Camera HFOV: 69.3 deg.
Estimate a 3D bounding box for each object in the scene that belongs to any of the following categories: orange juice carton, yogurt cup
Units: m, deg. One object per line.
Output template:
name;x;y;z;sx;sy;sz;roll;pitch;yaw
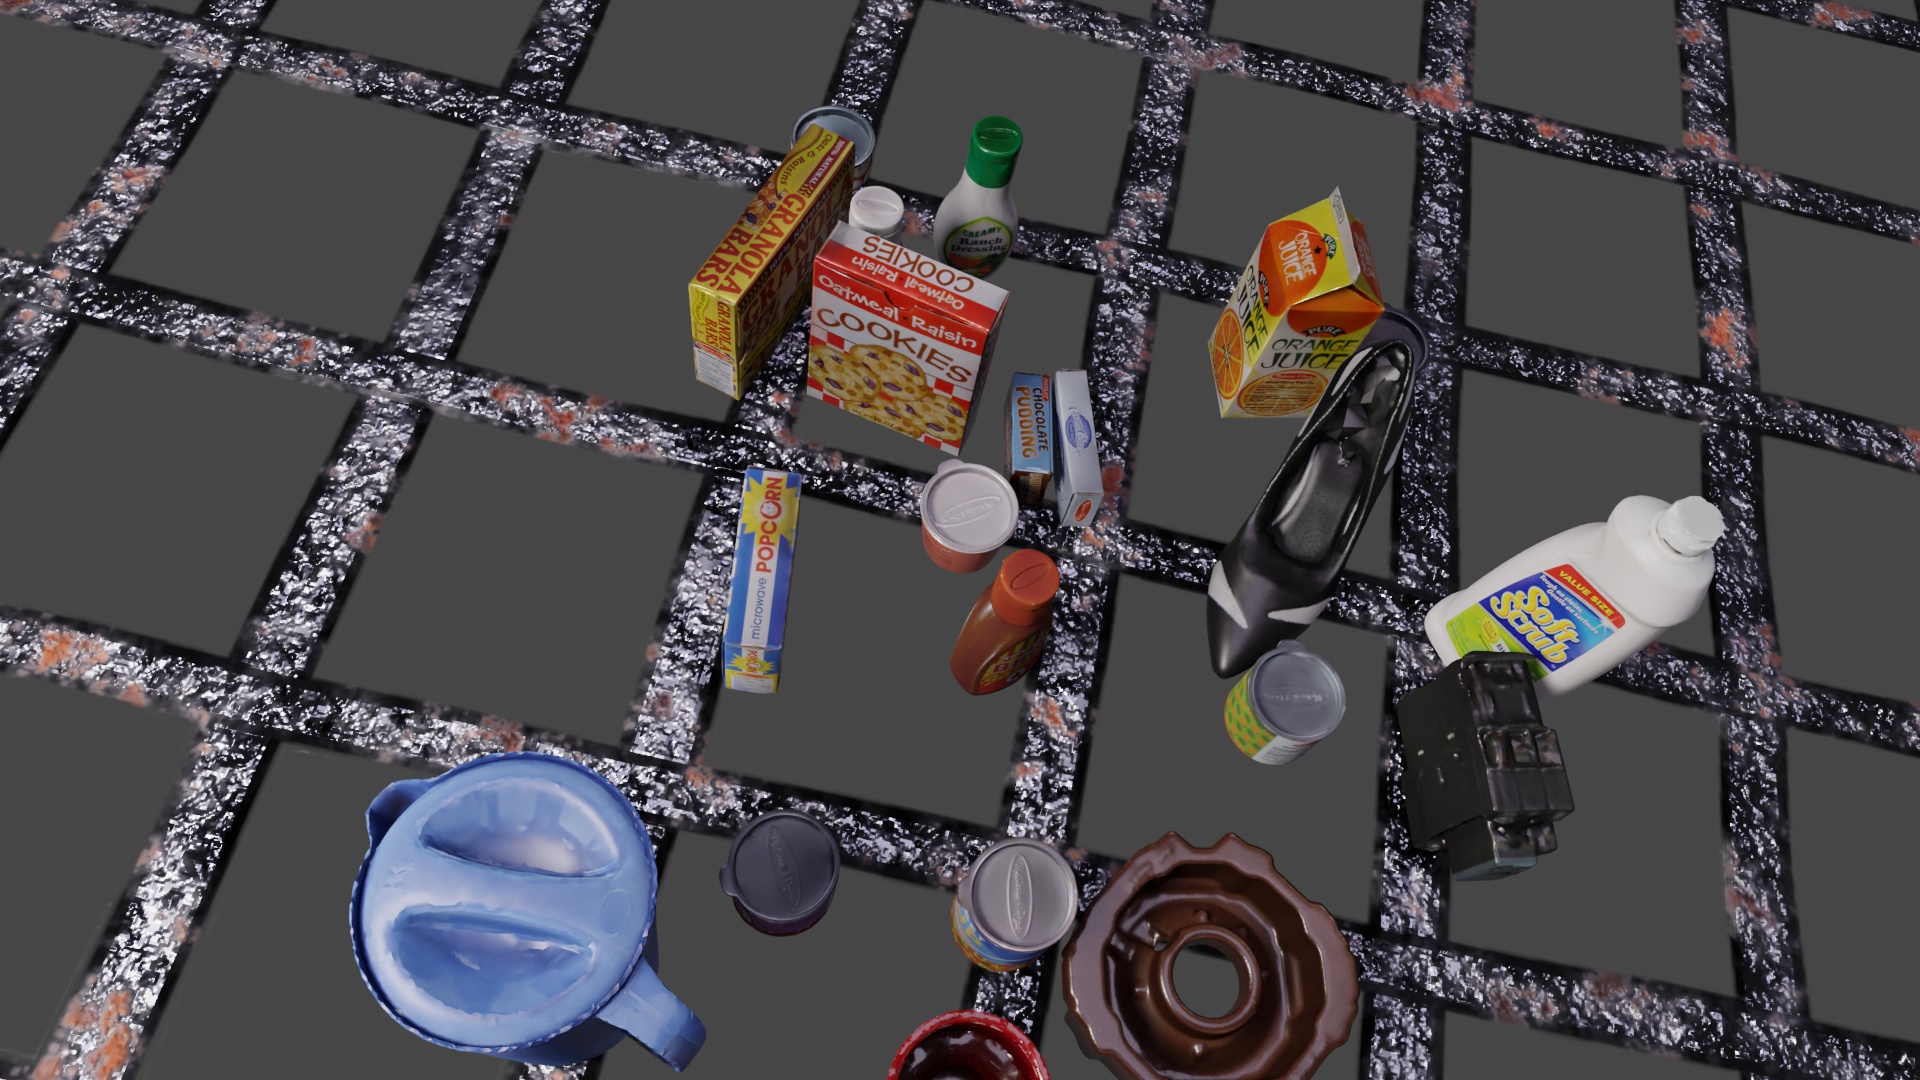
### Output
orange juice carton;0.244;-0.165;0.999;0.073;0.191;0.072;-1;65;-9
yogurt cup;0.003;-0.012;0.967;0.072;0.053;0.072;3;64;-7

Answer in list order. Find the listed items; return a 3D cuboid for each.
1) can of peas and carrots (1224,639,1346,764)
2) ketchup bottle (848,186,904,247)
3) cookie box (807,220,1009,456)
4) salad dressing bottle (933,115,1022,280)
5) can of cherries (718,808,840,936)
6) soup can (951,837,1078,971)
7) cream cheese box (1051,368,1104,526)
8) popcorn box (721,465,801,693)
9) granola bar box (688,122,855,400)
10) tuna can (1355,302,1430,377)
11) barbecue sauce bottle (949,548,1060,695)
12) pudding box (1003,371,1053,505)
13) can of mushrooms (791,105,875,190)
can of peas and carrots;0.217;0.110;0.936;0.071;0.058;0.071;3;64;-7
ketchup bottle;-0.064;-0.190;0.991;0.065;0.148;0.044;10;64;-3
cookie box;-0.041;-0.133;0.956;0.123;0.166;0.040;23;64;3
salad dressing bottle;0.016;-0.252;1.033;0.064;0.147;0.044;-3;65;-9
can of cherries;-0.110;0.203;0.844;0.071;0.058;0.072;3;64;-7
soup can;0.028;0.221;0.840;0.071;0.083;0.071;3;64;-7
cream cheese box;0.081;-0.067;1.005;0.024;0.053;0.104;-1;65;-9
popcorn box;-0.130;0.027;0.911;0.038;0.085;0.127;6;64;-5
granola bar box;-0.133;-0.199;0.999;0.039;0.123;0.166;27;64;5
tuna can;0.331;-0.149;1.093;0.071;0.032;0.071;3;64;-7
barbecue sauce bottle;0.032;0.052;0.887;0.065;0.148;0.044;-29;72;-19
pudding box;0.049;-0.074;1.006;0.030;0.049;0.084;4;64;-6
can of mushrooms;-0.104;-0.310;1.108;0.071;0.033;0.071;3;64;-7
